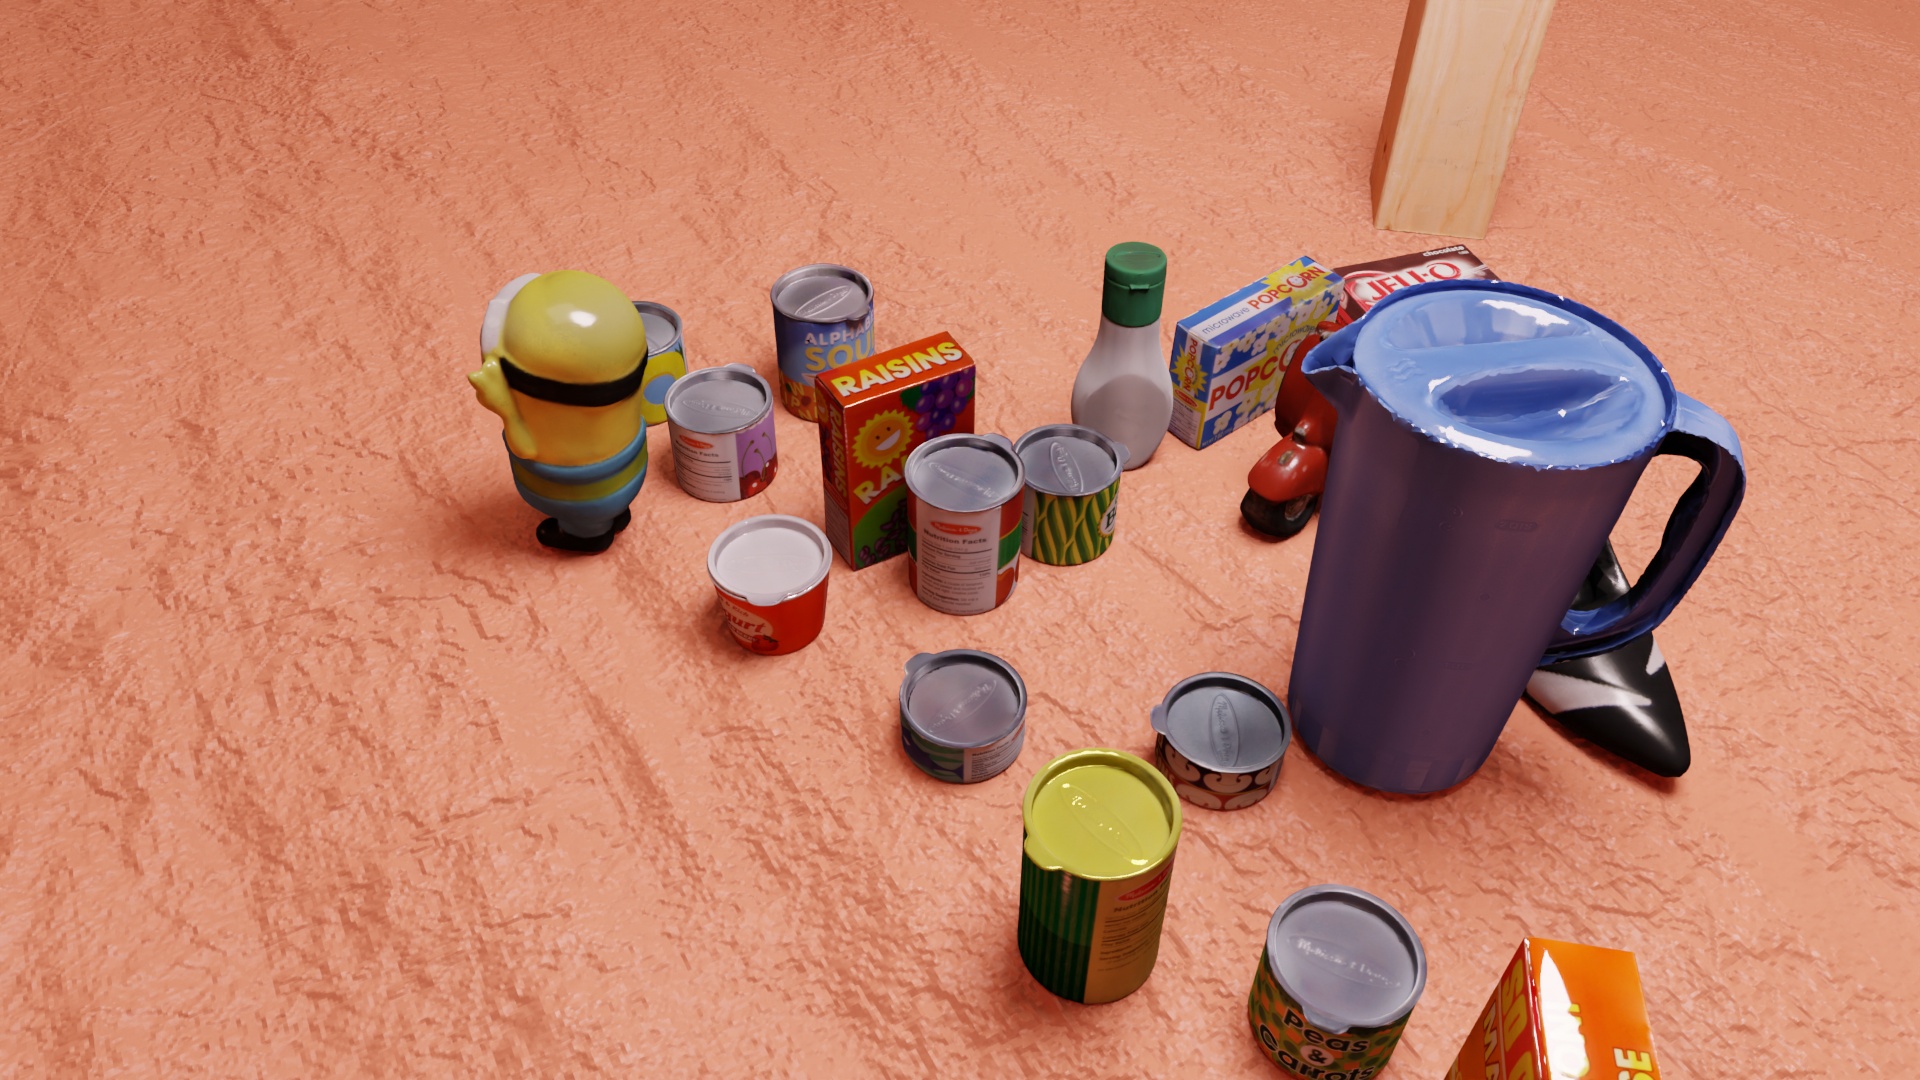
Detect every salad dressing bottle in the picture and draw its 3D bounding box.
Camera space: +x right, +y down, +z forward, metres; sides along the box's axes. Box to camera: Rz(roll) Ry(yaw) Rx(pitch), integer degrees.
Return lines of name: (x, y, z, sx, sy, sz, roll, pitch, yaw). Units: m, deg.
salad dressing bottle: (0.102, -0.112, 0.855, 0.064, 0.146, 0.044, -1, 43, -2)

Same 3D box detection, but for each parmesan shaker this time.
parmesan shaker: (0.056, 0.150, 0.609, 0.071, 0.102, 0.072, 0, 43, 0)

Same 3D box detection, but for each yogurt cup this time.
yogurt cup: (-0.104, 0.026, 0.773, 0.072, 0.053, 0.073, 0, 43, 0)

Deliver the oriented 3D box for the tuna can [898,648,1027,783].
tuna can: (-0.001, 0.090, 0.723, 0.071, 0.032, 0.071, 0, 43, 0)

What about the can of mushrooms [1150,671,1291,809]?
can of mushrooms: (0.131, 0.102, 0.711, 0.071, 0.033, 0.071, 0, 43, 0)

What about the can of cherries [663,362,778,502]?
can of cherries: (-0.147, -0.068, 0.869, 0.071, 0.058, 0.072, 0, 43, 0)

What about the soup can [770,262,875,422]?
soup can: (-0.087, -0.128, 0.916, 0.071, 0.083, 0.072, 0, 43, 0)

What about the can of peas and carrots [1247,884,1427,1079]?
can of peas and carrots: (0.160, 0.194, 0.596, 0.071, 0.058, 0.071, 0, 43, 0)

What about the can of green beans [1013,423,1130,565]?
can of green beans: (0.062, -0.027, 0.830, 0.071, 0.057, 0.071, 0, 43, 0)

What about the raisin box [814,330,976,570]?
raisin box: (-0.036, -0.051, 0.806, 0.086, 0.122, 0.040, -21, 47, -21)

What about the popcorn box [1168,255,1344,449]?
popcorn box: (0.192, -0.124, 0.915, 0.127, 0.084, 0.038, -30, 51, -28)

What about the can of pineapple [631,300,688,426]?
can of pineapple: (-0.216, -0.116, 0.920, 0.071, 0.057, 0.071, 0, 43, 0)

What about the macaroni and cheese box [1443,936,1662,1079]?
macaroni and cheese box: (0.195, 0.234, 0.475, 0.040, 0.165, 0.124, 6, 44, 6)

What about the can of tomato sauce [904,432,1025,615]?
can of tomato sauce: (0.003, -0.010, 0.792, 0.071, 0.082, 0.071, 0, 43, 0)
